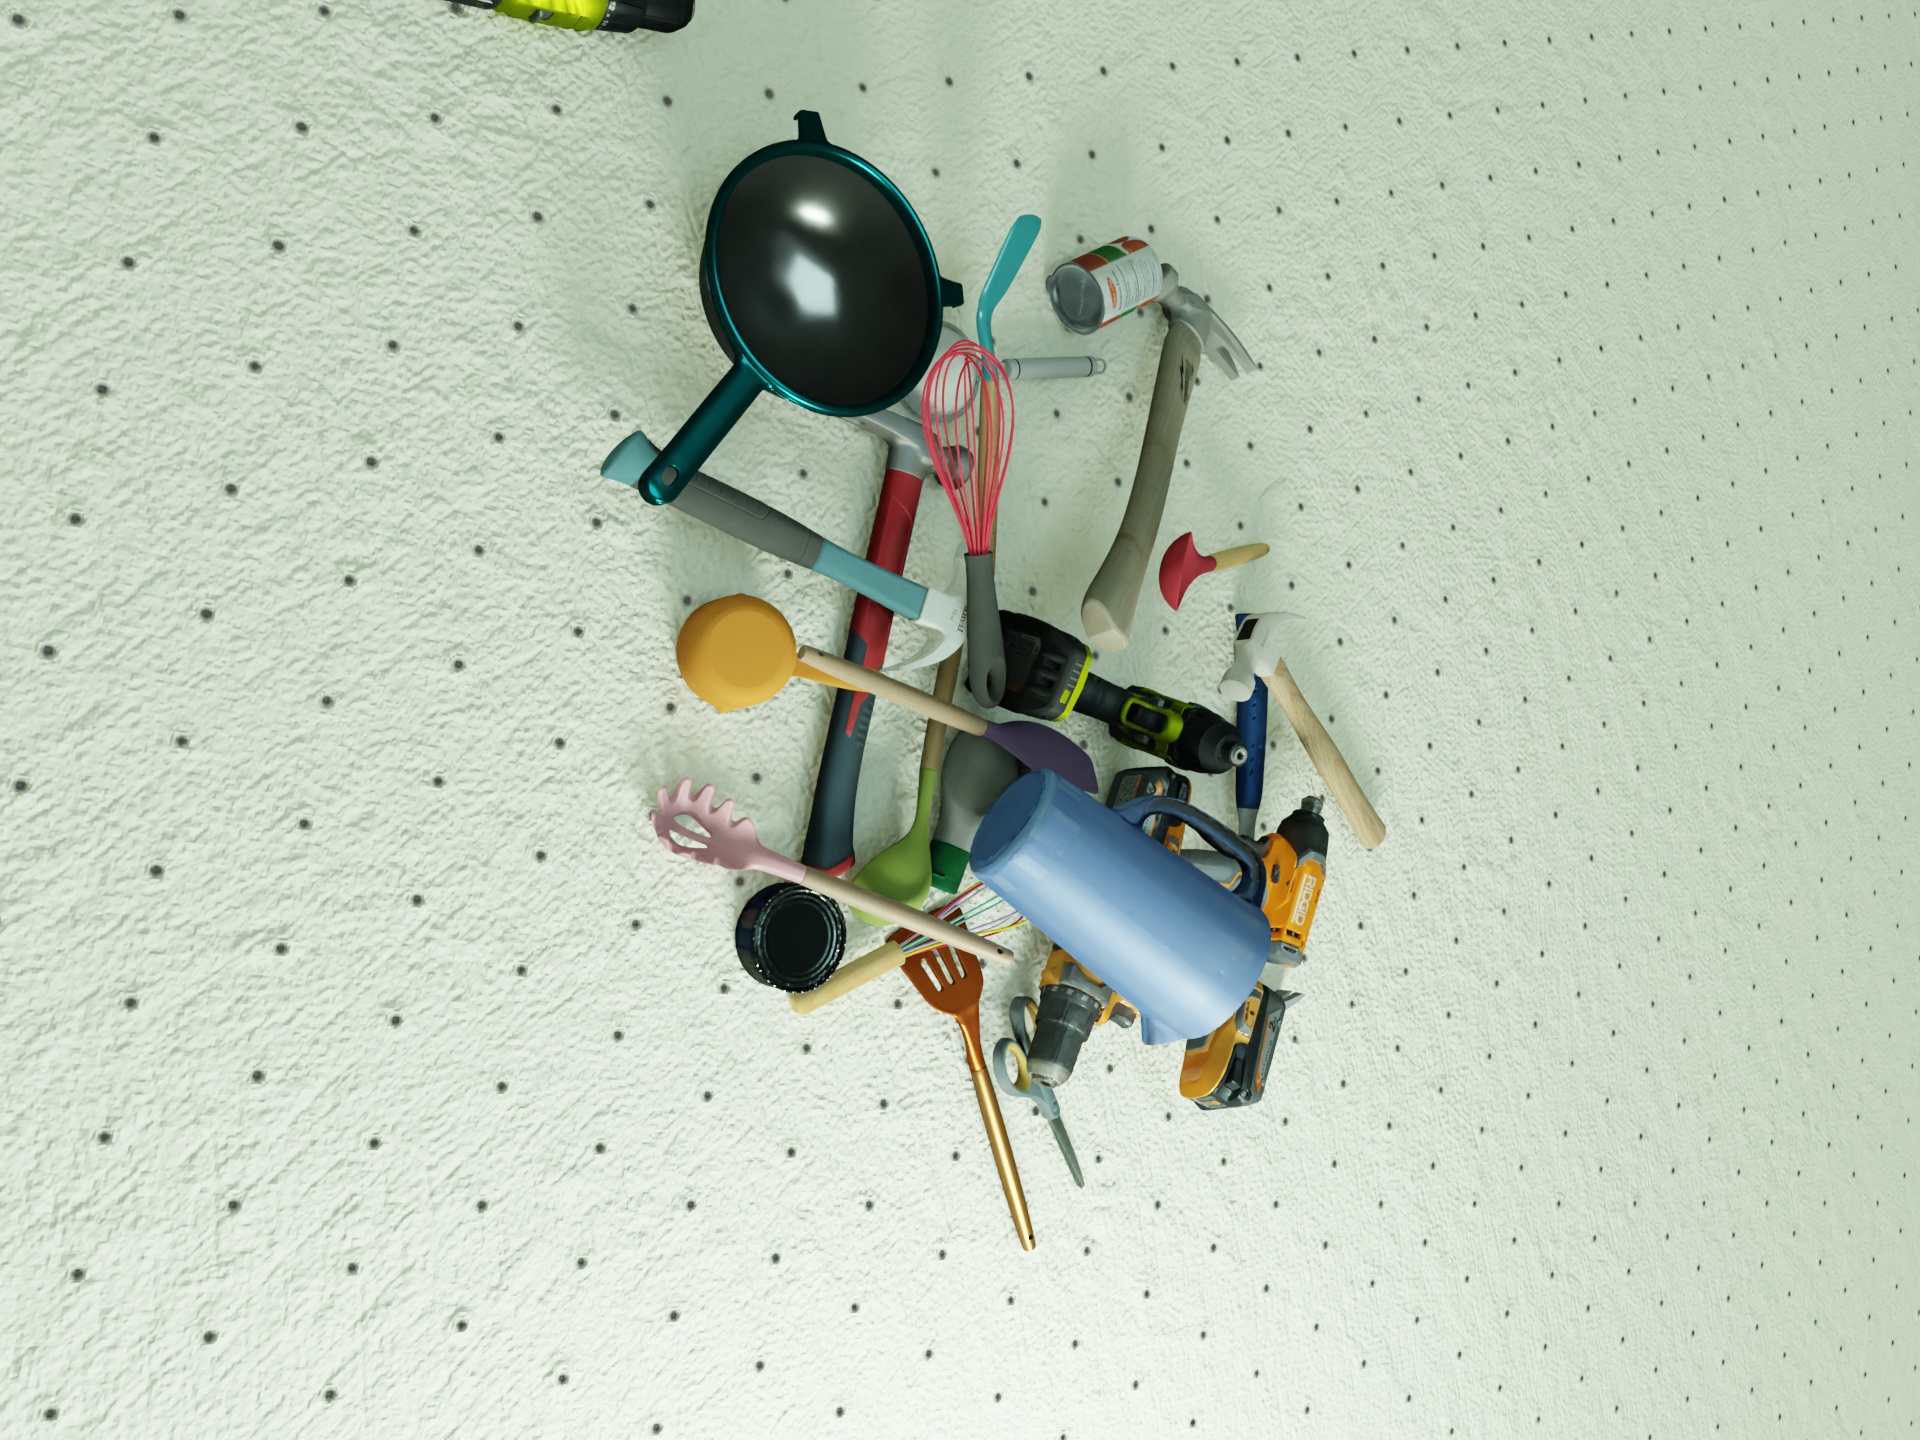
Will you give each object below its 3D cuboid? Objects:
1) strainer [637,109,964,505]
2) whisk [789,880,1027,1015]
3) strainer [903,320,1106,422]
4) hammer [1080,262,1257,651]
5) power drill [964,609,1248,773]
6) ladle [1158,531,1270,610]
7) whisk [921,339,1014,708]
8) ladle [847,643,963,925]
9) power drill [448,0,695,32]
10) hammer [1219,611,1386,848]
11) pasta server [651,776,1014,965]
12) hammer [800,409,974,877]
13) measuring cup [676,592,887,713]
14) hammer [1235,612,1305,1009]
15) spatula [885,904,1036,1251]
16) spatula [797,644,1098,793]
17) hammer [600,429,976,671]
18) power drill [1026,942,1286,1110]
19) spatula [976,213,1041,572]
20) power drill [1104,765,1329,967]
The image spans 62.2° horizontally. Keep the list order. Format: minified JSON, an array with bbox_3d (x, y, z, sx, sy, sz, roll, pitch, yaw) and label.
[{"bbox_3d":[-0.155,-0.283,1.211,0.210,0.095,0.340,45,63,-25],"label":"strainer"},{"bbox_3d":[-0.031,0.185,1.323,0.245,0.051,0.047,-24,88,-27],"label":"whisk"},{"bbox_3d":[0.038,-0.309,1.393,0.258,0.050,0.087,-12,101,-39],"label":"strainer"},{"bbox_3d":[0.183,-0.227,1.435,0.146,0.038,0.411,38,53,-30],"label":"hammer"},{"bbox_3d":[0.132,-0.015,1.378,0.223,0.171,0.080,22,91,-30],"label":"power drill"},{"bbox_3d":[0.239,-0.148,1.467,0.315,0.031,0.069,-21,123,-62],"label":"ladle"},{"bbox_3d":[0.012,-0.152,1.268,0.073,0.073,0.295,-16,109,-35],"label":"whisk"},{"bbox_3d":[-0.033,0.017,1.338,0.078,0.062,0.320,44,53,-60],"label":"ladle"},{"bbox_3d":[-0.283,-0.612,1.137,0.190,0.080,0.228,-4,95,-36],"label":"power drill"},{"bbox_3d":[0.356,0.017,1.594,0.331,0.031,0.130,51,52,-36],"label":"hammer"},{"bbox_3d":[-0.096,0.128,1.239,0.316,0.040,0.060,24,60,-15],"label":"pasta server"},{"bbox_3d":[-0.089,-0.063,1.296,0.143,0.038,0.386,18,79,-34],"label":"hammer"},{"bbox_3d":[-0.130,-0.045,1.228,0.173,0.052,0.095,11,85,-18],"label":"measuring cup"},{"bbox_3d":[0.287,0.098,1.572,0.144,0.035,0.405,5,87,-36],"label":"hammer"},{"bbox_3d":[0.016,0.319,1.380,0.081,0.041,0.322,-25,108,-32],"label":"spatula"},{"bbox_3d":[-0.002,-0.004,1.295,0.315,0.018,0.060,22,43,-36],"label":"spatula"},{"bbox_3d":[-0.124,-0.137,1.233,0.330,0.033,0.128,25,74,-30],"label":"hammer"},{"bbox_3d":[0.168,0.274,1.424,0.226,0.084,0.185,31,61,-16],"label":"power drill"},{"bbox_3d":[0.034,-0.260,1.339,0.082,0.044,0.317,-42,135,-68],"label":"spatula"},{"bbox_3d":[0.244,0.119,1.484,0.226,0.084,0.164,24,78,-20],"label":"power drill"}]
